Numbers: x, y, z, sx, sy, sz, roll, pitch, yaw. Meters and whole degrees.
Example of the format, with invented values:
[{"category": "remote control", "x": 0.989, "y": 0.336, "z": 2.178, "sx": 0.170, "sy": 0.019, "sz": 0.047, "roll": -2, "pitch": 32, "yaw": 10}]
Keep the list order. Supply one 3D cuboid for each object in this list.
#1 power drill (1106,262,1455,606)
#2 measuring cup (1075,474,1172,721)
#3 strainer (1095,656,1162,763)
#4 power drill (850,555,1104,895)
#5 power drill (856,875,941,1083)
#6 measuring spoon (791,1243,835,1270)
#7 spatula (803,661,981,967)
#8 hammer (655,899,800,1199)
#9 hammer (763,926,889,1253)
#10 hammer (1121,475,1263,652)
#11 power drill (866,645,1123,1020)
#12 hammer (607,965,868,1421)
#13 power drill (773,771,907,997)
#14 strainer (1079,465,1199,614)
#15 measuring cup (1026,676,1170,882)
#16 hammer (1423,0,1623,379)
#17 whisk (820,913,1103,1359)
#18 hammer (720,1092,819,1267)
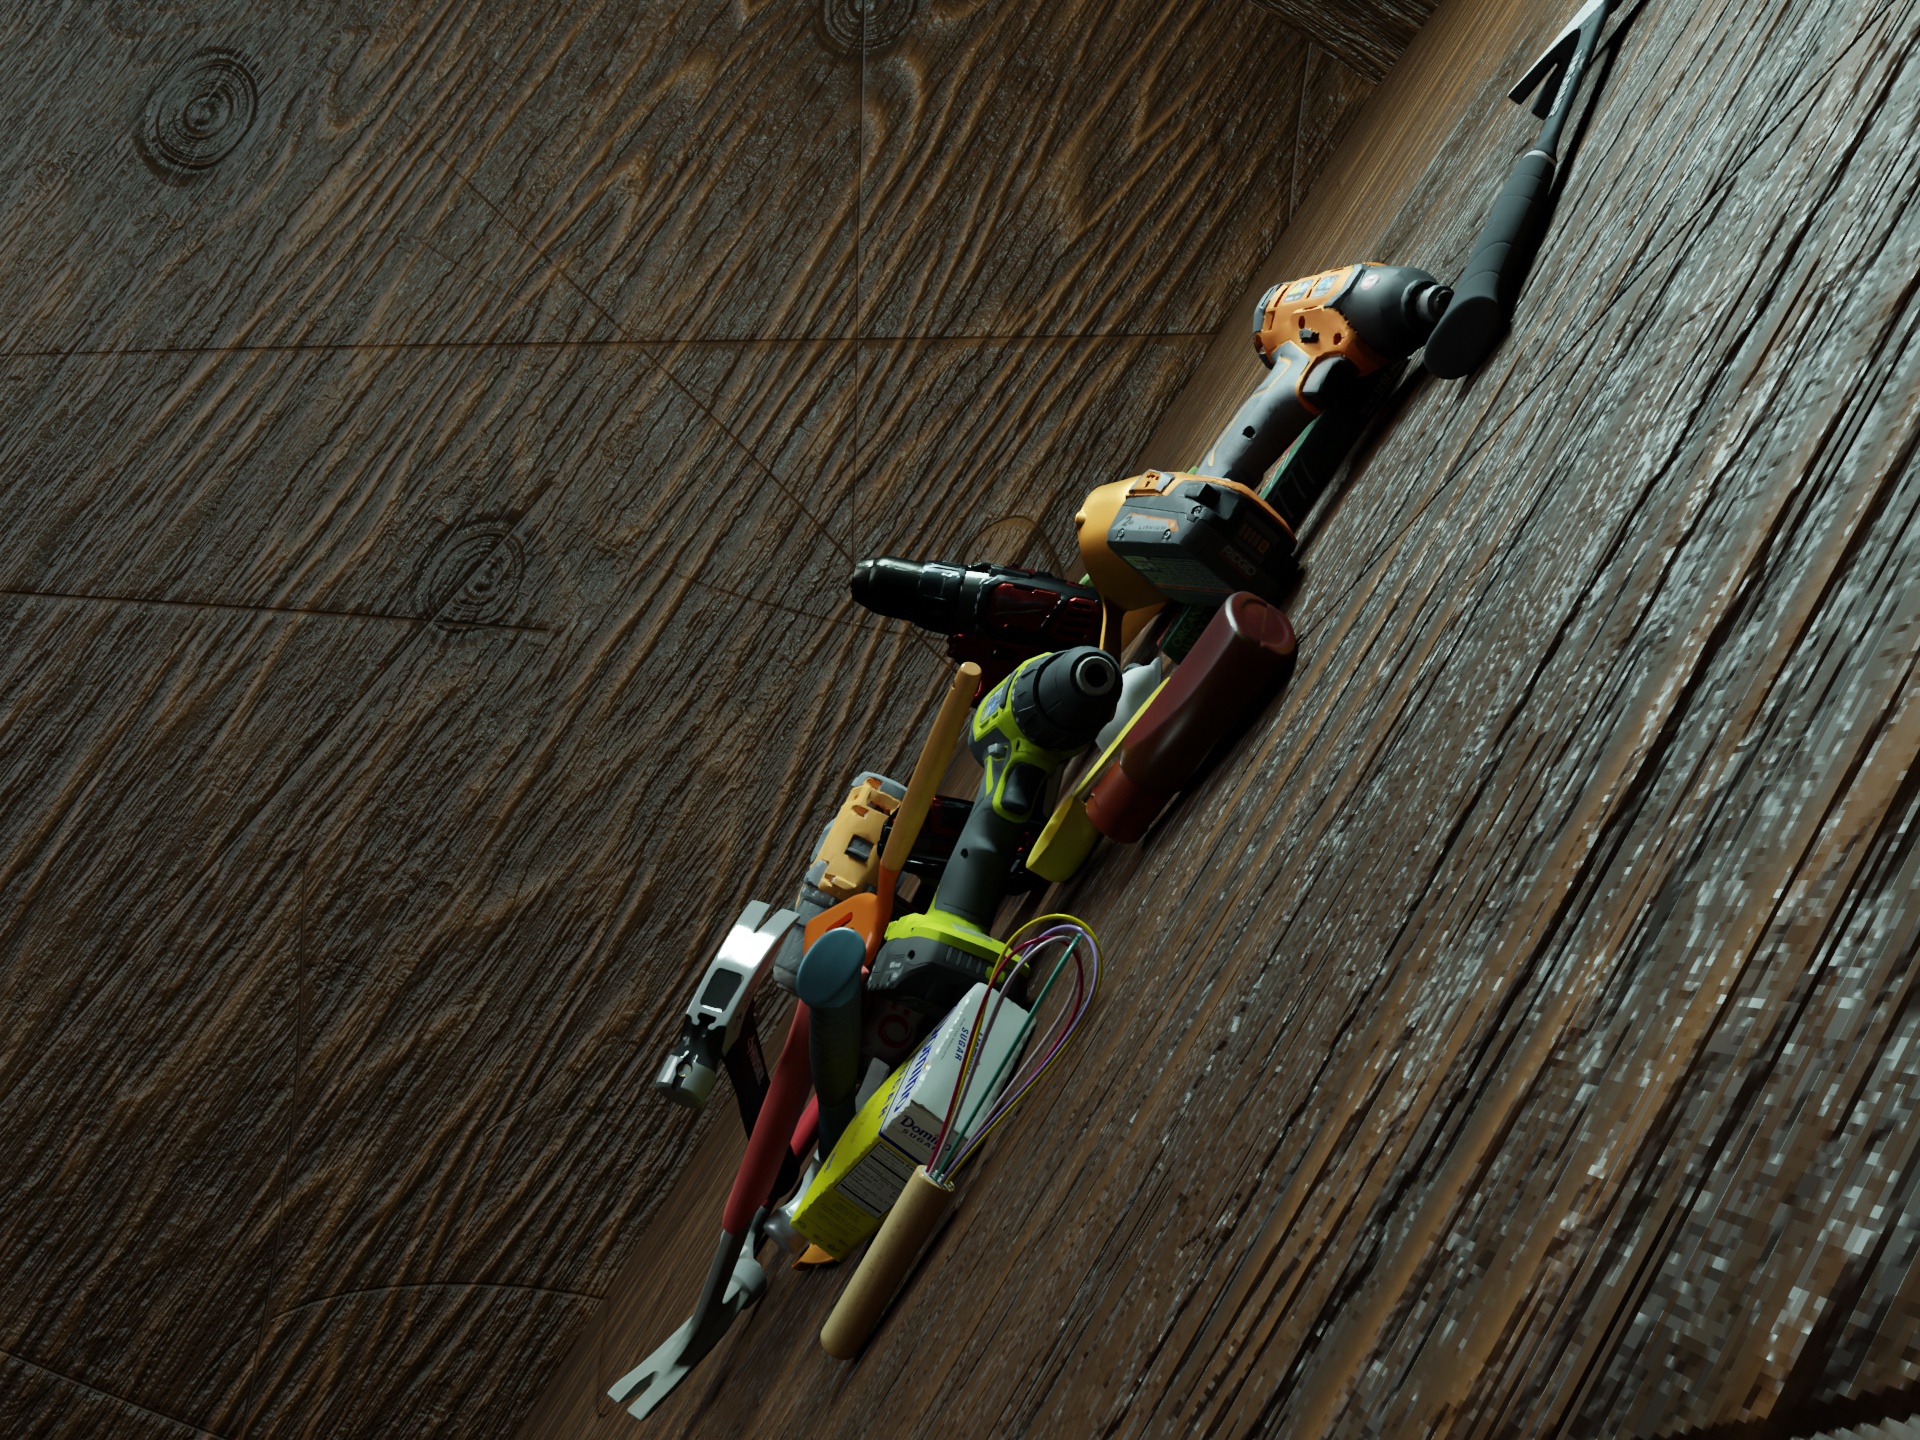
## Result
[{"category": "power drill", "x": 0.200, "y": -0.180, "z": 0.964, "sx": 0.226, "sy": 0.084, "sz": 0.164, "roll": -56, "pitch": 22, "yaw": -7}, {"category": "measuring cup", "x": 0.121, "y": -0.082, "z": 1.050, "sx": 0.052, "sy": 0.095, "sz": 0.174, "roll": -14, "pitch": 60, "yaw": 42}, {"category": "strainer", "x": 0.121, "y": -0.016, "z": 1.146, "sx": 0.258, "sy": 0.050, "sz": 0.087, "roll": -53, "pitch": -18, "yaw": -78}, {"category": "power drill", "x": -0.002, "y": -0.004, "z": 1.126, "sx": 0.080, "sy": 0.188, "sz": 0.227, "roll": 13, "pitch": -91, "yaw": -84}, {"category": "power drill", "x": -0.034, "y": 0.181, "z": 1.255, "sx": 0.223, "sy": 0.080, "sz": 0.171, "roll": -62, "pitch": 3, "yaw": -16}, {"category": "measuring spoon", "x": -0.085, "y": 0.340, "z": 1.008, "sx": 0.021, "sy": 0.011, "sz": 0.117, "roll": -47, "pitch": 1, "yaw": -29}, {"category": "spatula", "x": -0.047, "y": 0.076, "z": 1.022, "sx": 0.322, "sy": 0.041, "sz": 0.081, "roll": 113, "pitch": 157, "yaw": -44}, {"category": "hammer", "x": -0.142, "y": 0.256, "z": 1.116, "sx": 0.334, "sy": 0.035, "sz": 0.146, "roll": 88, "pitch": -159, "yaw": -55}, {"category": "hammer", "x": -0.076, "y": 0.219, "z": 0.965, "sx": 0.128, "sy": 0.033, "sz": 0.330, "roll": -48, "pitch": -20, "yaw": -30}, {"category": "hammer", "x": 0.126, "y": -0.074, "z": 1.193, "sx": 0.127, "sy": 0.034, "sz": 0.336, "roll": -45, "pitch": -8, "yaw": -42}, {"category": "power drill", "x": 0.027, "y": 0.066, "z": 0.953, "sx": 0.190, "sy": 0.080, "sz": 0.228, "roll": 140, "pitch": 152, "yaw": -73}, {"category": "hammer", "x": -0.137, "y": 0.298, "z": 1.048, "sx": 0.149, "sy": 0.037, "sz": 0.359, "roll": -31, "pitch": -33, "yaw": -58}, {"category": "power drill", "x": -0.101, "y": 0.149, "z": 1.339, "sx": 0.226, "sy": 0.084, "sz": 0.185, "roll": 113, "pitch": -178, "yaw": -77}, {"category": "strainer", "x": 0.149, "y": -0.119, "z": 1.301, "sx": 0.151, "sy": 0.069, "sz": 0.256, "roll": -51, "pitch": -3, "yaw": 23}, {"category": "measuring cup", "x": 0.097, "y": 0.041, "z": 1.026, "sx": 0.156, "sy": 0.029, "sz": 0.062, "roll": -54, "pitch": 3, "yaw": 14}, {"category": "hammer", "x": 0.339, "y": -0.332, "z": 0.935, "sx": 0.409, "sy": 0.036, "sz": 0.149, "roll": -59, "pitch": 2, "yaw": -34}, {"category": "whisk", "x": -0.003, "y": 0.202, "z": 0.774, "sx": 0.245, "sy": 0.047, "sz": 0.051, "roll": -60, "pitch": 4, "yaw": 4}, {"category": "hammer", "x": -0.087, "y": 0.285, "z": 1.359, "sx": 0.386, "sy": 0.038, "sz": 0.143, "roll": -57, "pitch": 4, "yaw": -7}]
